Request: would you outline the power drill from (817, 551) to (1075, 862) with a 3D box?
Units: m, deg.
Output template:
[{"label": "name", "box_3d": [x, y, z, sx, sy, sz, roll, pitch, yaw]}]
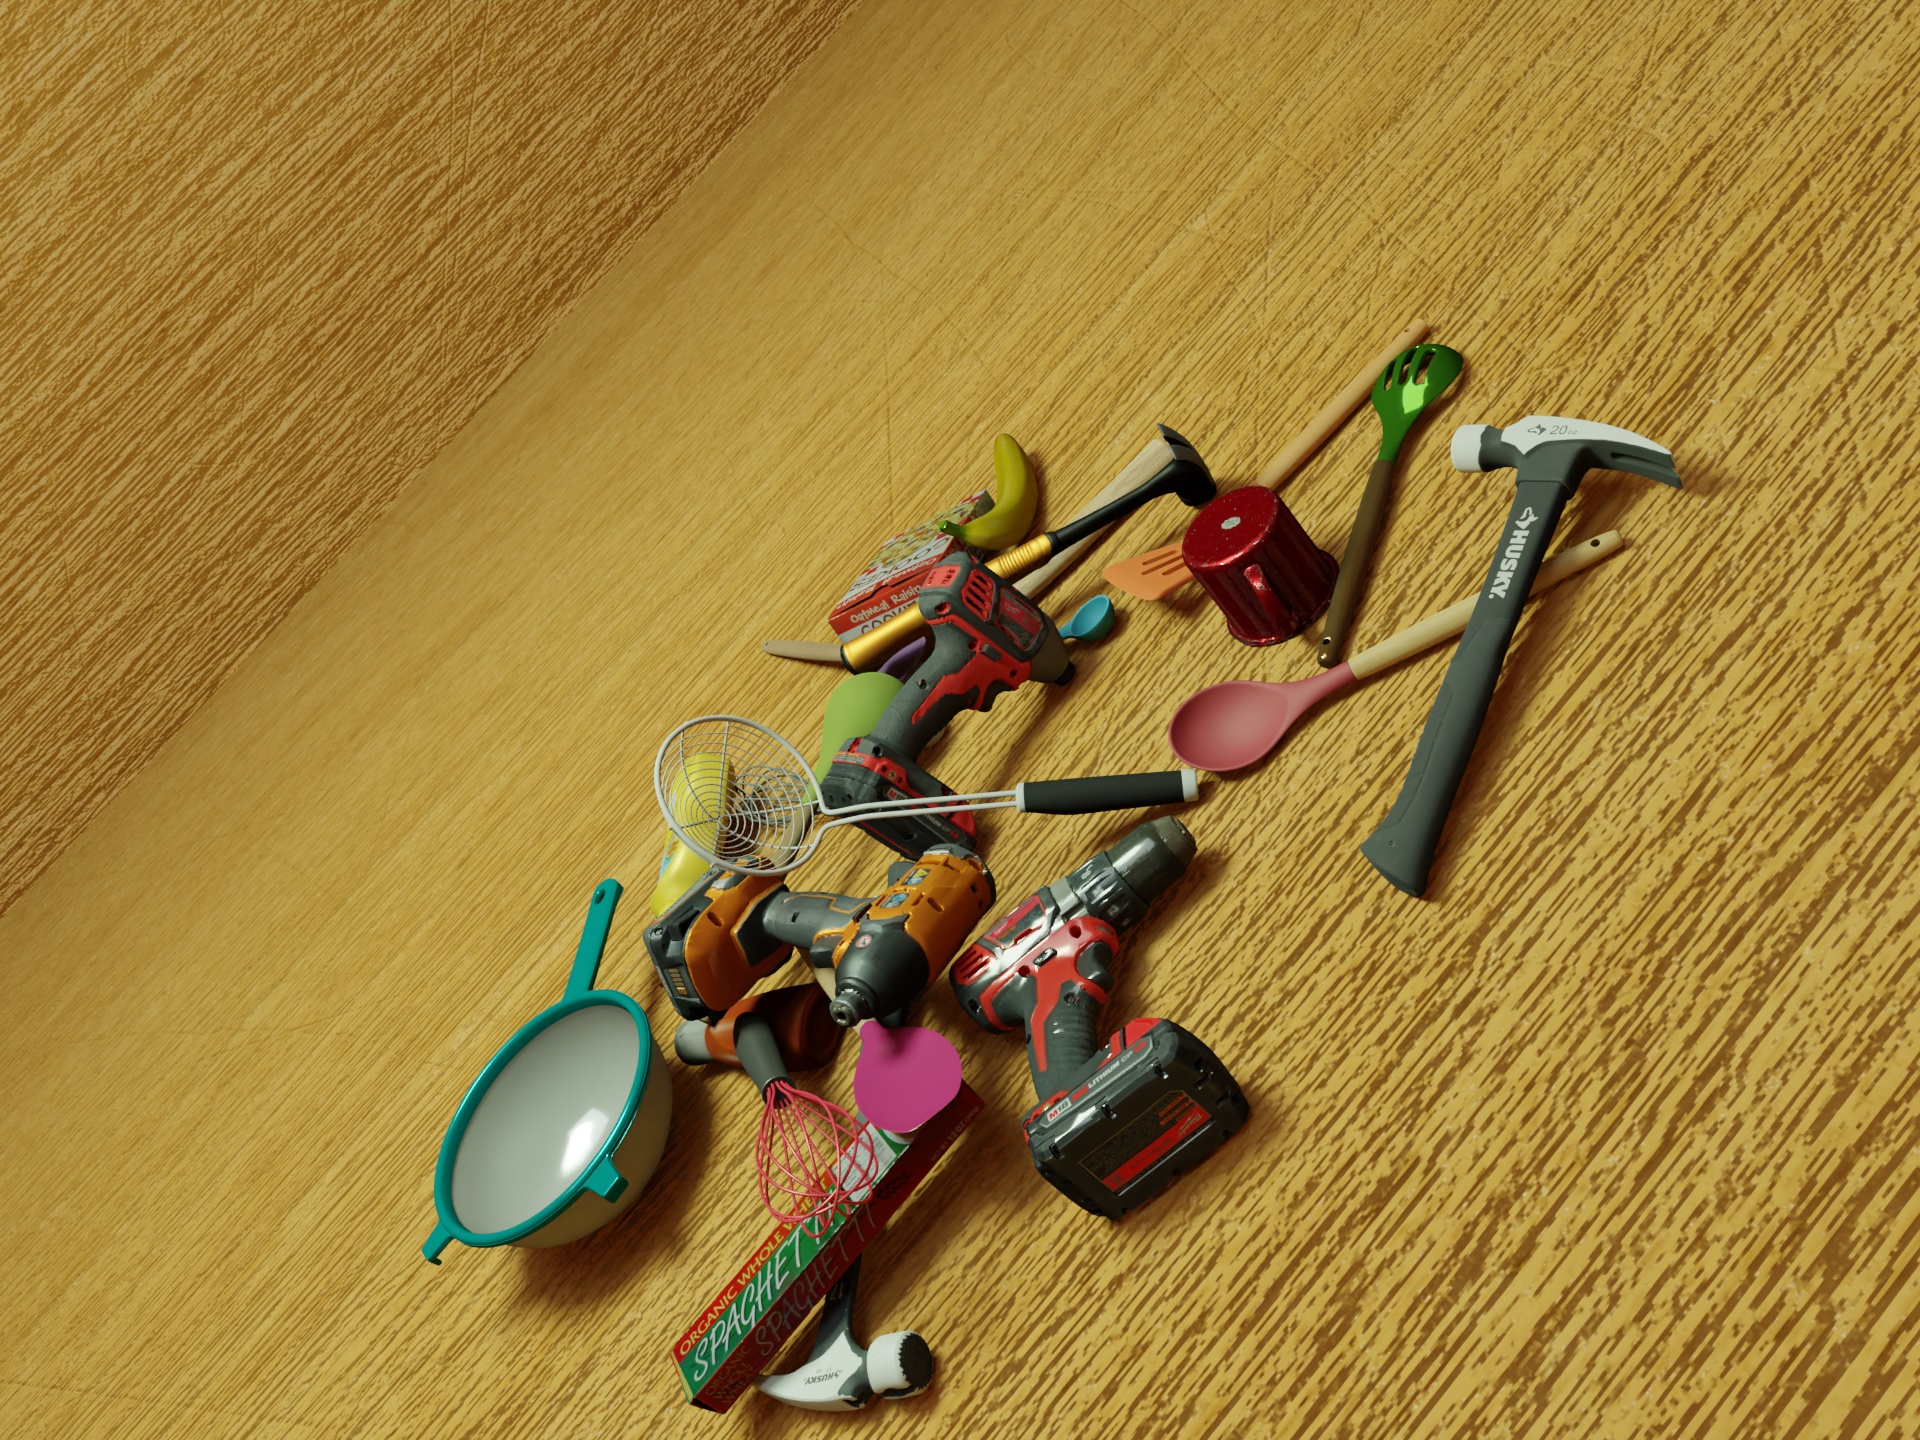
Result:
[{"label": "power drill", "box_3d": [-0.002, -0.004, 1.220, 0.078, 0.143, 0.220, 3, 62, 59]}]

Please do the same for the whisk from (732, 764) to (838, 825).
[{"label": "whisk", "box_3d": [-0.110, 0.066, 1.338, 0.239, 0.055, 0.055, 1, 54, 43]}]

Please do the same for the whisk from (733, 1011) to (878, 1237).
[{"label": "whisk", "box_3d": [-0.113, 0.247, 1.027, 0.073, 0.073, 0.296, -48, 20, -5]}]

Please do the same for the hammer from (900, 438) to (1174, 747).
[{"label": "hammer", "box_3d": [0.058, -0.120, 1.370, 0.331, 0.031, 0.130, -44, 33, 2]}]

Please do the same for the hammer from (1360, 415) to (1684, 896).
[{"label": "hammer", "box_3d": [0.325, -0.045, 0.970, 0.146, 0.035, 0.335, 9, 65, 42]}]

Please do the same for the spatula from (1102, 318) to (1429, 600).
[{"label": "spatula", "box_3d": [0.248, -0.204, 1.245, 0.322, 0.041, 0.081, -45, 32, -2]}]

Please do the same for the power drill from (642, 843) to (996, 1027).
[{"label": "power drill", "box_3d": [-0.105, 0.154, 1.093, 0.226, 0.084, 0.164, -6, 24, 33]}]

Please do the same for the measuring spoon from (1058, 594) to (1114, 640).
[{"label": "measuring spoon", "box_3d": [0.079, -0.058, 1.298, 0.128, 0.021, 0.042, -34, 29, 32]}]

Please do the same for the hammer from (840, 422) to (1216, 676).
[{"label": "hammer", "box_3d": [0.045, -0.128, 1.286, 0.337, 0.127, 0.034, -29, 73, 14]}]

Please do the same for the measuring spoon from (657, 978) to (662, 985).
[{"label": "measuring spoon", "box_3d": [-0.216, 0.187, 1.356, 0.117, 0.011, 0.021, -45, 19, 6]}]

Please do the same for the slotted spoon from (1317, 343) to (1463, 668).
[{"label": "slotted spoon", "box_3d": [0.305, -0.166, 1.156, 0.070, 0.031, 0.314, -4, 52, 42]}]

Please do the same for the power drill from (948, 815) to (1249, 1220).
[{"label": "power drill", "box_3d": [0.095, 0.168, 0.978, 0.188, 0.080, 0.227, -40, 30, 8]}]

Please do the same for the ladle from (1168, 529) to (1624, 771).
[{"label": "ladle", "box_3d": [0.282, -0.046, 1.048, 0.315, 0.031, 0.069, -28, 56, 21]}]

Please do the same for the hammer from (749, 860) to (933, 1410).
[{"label": "hammer", "box_3d": [-0.063, 0.262, 1.083, 0.149, 0.036, 0.409, -25, 38, 30]}]

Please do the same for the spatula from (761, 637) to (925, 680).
[{"label": "spatula", "box_3d": [-0.116, -0.065, 1.479, 0.060, 0.018, 0.316, -58, 28, -14]}]

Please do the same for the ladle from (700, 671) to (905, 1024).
[{"label": "ladle", "box_3d": [-0.125, 0.098, 1.264, 0.078, 0.062, 0.320, 7, 63, 41]}]

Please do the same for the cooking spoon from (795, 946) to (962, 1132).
[{"label": "cooking spoon", "box_3d": [-0.068, 0.200, 1.075, 0.069, 0.017, 0.319, -36, 21, -9]}]

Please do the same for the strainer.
[{"label": "strainer", "box_3d": [-0.289, 0.276, 1.261, 0.211, 0.095, 0.341, -25, 36, 23]}]

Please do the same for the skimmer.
[{"label": "skimmer", "box_3d": [-0.022, 0.042, 1.085, 0.363, 0.090, 0.127, -5, 51, 7]}]
